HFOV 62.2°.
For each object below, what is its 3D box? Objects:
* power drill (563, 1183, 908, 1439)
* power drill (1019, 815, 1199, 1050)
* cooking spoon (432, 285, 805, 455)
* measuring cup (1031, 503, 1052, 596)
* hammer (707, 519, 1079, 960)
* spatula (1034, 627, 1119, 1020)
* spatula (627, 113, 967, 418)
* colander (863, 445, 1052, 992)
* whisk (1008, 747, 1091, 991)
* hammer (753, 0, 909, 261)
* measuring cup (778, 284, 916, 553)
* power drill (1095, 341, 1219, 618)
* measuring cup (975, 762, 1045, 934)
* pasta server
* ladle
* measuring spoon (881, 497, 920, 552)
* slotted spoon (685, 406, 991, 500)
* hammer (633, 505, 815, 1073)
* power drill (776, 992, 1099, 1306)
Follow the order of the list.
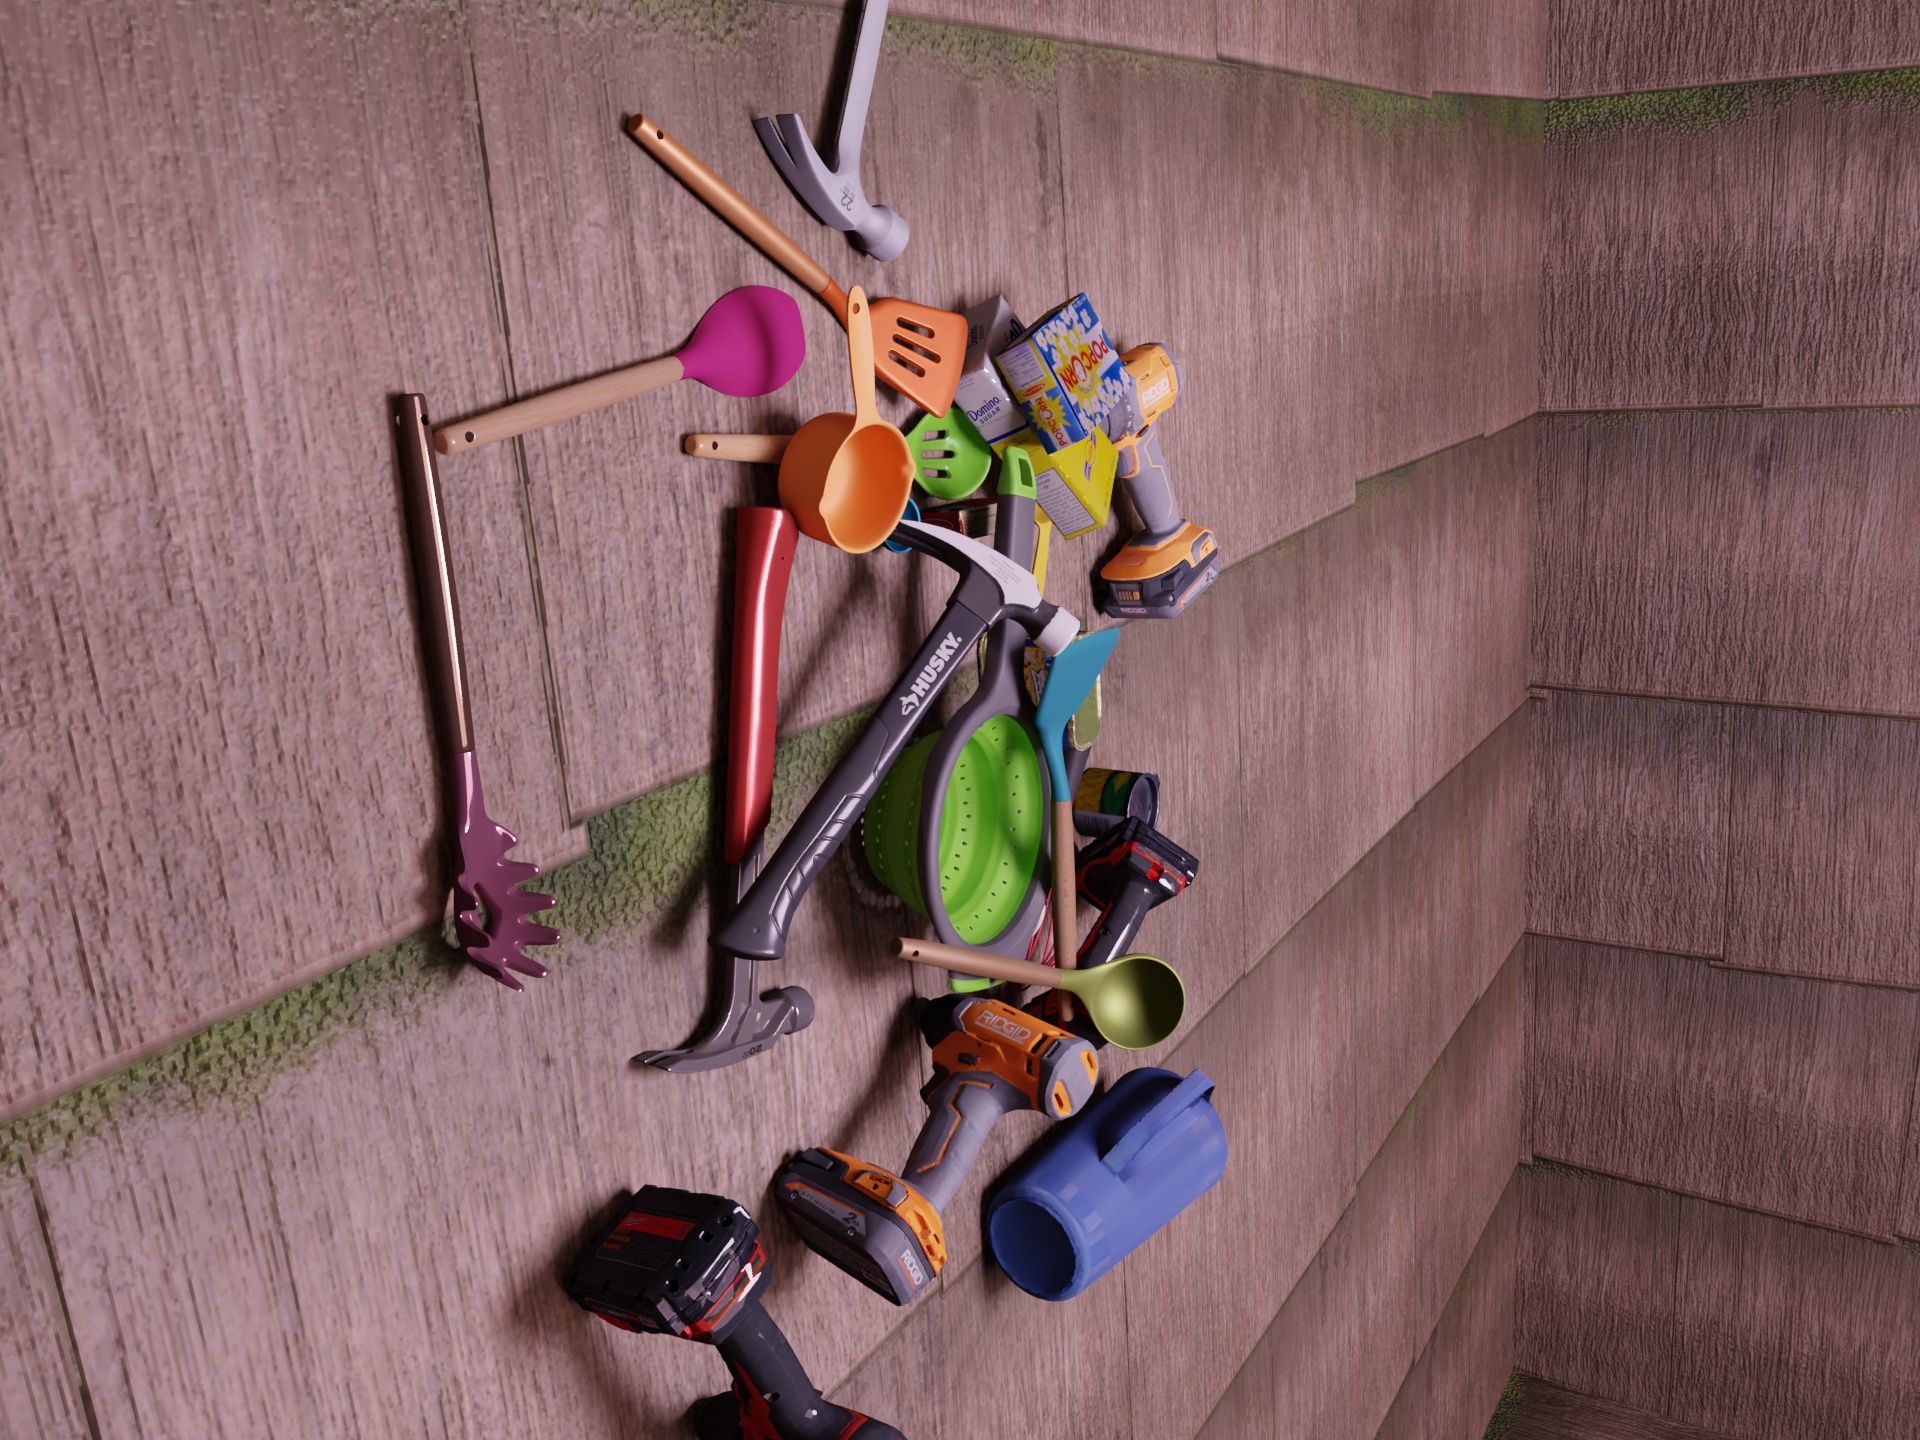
[{"bbox_3d":[-0.145,0.397,0.986,0.080,0.188,0.226,-47,114,-38],"label":"power drill"},{"bbox_3d":[0.114,0.201,1.380,0.078,0.143,0.220,35,57,-7],"label":"power drill"},{"bbox_3d":[-0.185,-0.202,0.936,0.319,0.017,0.068,-36,124,-50],"label":"cooking spoon"},{"bbox_3d":[0.057,-0.146,1.333,0.062,0.029,0.156,-26,129,-53],"label":"measuring cup"},{"bbox_3d":[-0.060,0.015,1.044,0.146,0.035,0.335,38,67,-8],"label":"hammer"},{"bbox_3d":[0.085,0.087,1.211,0.082,0.044,0.317,-22,115,-48],"label":"spatula"},{"bbox_3d":[-0.098,-0.299,1.038,0.322,0.041,0.081,28,72,-55],"label":"spatula"},{"bbox_3d":[-0.002,-0.004,1.185,0.204,0.094,0.397,0,95,-60],"label":"colander"},{"bbox_3d":[0.080,0.097,1.374,0.073,0.073,0.296,54,44,-47],"label":"whisk"},{"bbox_3d":[-0.051,-0.532,1.079,0.144,0.035,0.405,22,76,-57],"label":"hammer"},{"bbox_3d":[-0.079,-0.195,1.024,0.095,0.052,0.173,-31,130,-43],"label":"measuring cup"},{"bbox_3d":[0.150,-0.203,1.416,0.185,0.084,0.226,-40,124,-45],"label":"power drill"},{"bbox_3d":[0.033,0.108,1.302,0.038,0.083,0.168,69,21,-62],"label":"measuring cup"},{"bbox_3d":[-0.259,-0.011,0.832,0.060,0.040,0.316,-34,123,-65],"label":"pasta server"},{"bbox_3d":[0.062,0.191,1.163,0.320,0.062,0.078,21,97,-49],"label":"ladle"},{"bbox_3d":[-0.078,-0.142,1.124,0.128,0.021,0.042,-2,98,-49],"label":"measuring spoon"},{"bbox_3d":[-0.077,-0.188,1.103,0.313,0.031,0.070,-11,102,-55],"label":"slotted spoon"},{"bbox_3d":[-0.142,0.042,1.028,0.149,0.037,0.359,-5,100,-58],"label":"hammer"},{"bbox_3d":[-0.026,0.295,1.165,0.226,0.164,0.084,-44,132,-29],"label":"power drill"}]
